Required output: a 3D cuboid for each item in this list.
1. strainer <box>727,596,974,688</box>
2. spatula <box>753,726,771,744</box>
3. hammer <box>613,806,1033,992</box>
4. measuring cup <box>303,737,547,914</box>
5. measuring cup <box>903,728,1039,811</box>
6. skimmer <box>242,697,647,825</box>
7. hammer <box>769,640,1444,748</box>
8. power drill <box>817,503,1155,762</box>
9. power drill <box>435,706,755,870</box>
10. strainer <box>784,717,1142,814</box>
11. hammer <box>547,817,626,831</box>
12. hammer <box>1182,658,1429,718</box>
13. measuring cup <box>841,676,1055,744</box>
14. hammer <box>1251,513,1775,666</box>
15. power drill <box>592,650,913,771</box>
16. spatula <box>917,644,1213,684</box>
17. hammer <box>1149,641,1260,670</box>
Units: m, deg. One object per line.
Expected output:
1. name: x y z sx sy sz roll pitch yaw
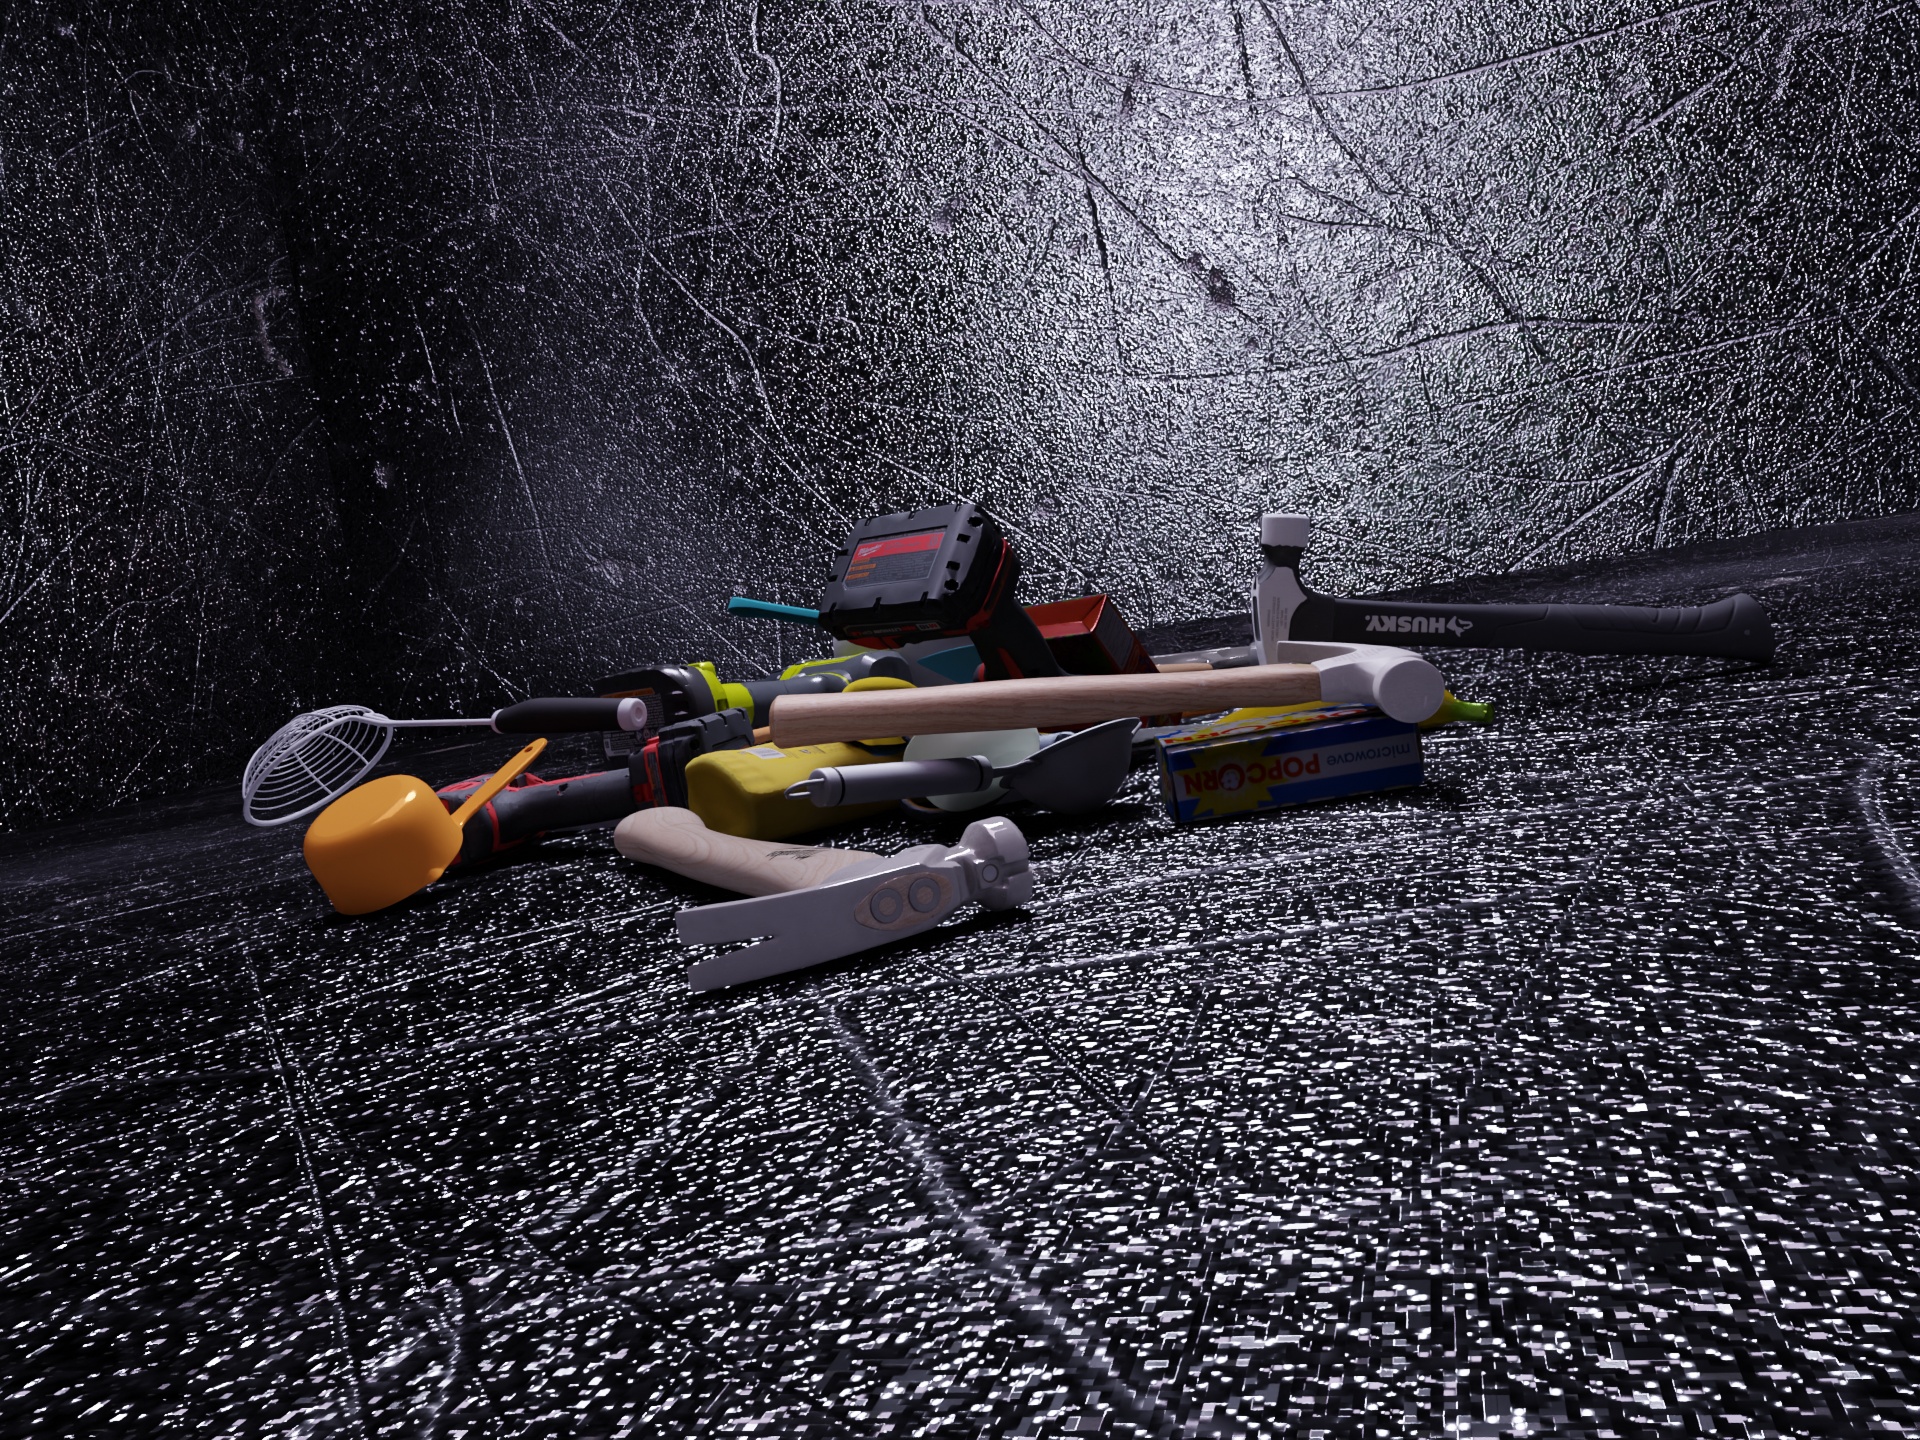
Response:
1. strainer: -0.084 -0.048 1.437 0.340 0.095 0.210 11 -14 29
2. spatula: -0.187 0.023 1.449 0.081 0.041 0.322 -7 4 32
3. hammer: -0.121 0.074 0.801 0.146 0.038 0.411 -13 5 -25
4. measuring cup: -0.337 0.048 1.010 0.095 0.052 0.174 5 41 43
5. measuring cup: 0.047 0.010 0.923 0.167 0.038 0.083 -15 -31 -30
6. skimmer: -0.383 0.031 1.184 0.363 0.090 0.127 -2 8 25
7. hammer: 0.067 -0.012 0.820 0.331 0.031 0.130 -4 8 4
8. power drill: 0.003 -0.039 1.059 0.188 0.080 0.226 -3 -34 39
9. power drill: -0.256 0.052 1.115 0.219 0.078 0.143 -11 4 13
10. strainer: 0.014 0.030 0.836 0.258 0.050 0.087 -3 -24 -41
11. hammer: -0.196 0.045 1.311 0.331 0.033 0.128 -12 5 -33
12. hammer: 0.171 -0.013 1.193 0.337 0.034 0.127 -8 -6 33
13. measuring cup: -0.002 -0.003 0.999 0.156 0.029 0.062 5 22 11
14. hammer: 0.357 -0.055 1.032 0.335 0.146 0.035 2 5 0
15. power drill: -0.177 -0.011 1.289 0.228 0.080 0.190 -9 3 -44
16. spatula: 0.106 -0.042 1.293 0.317 0.044 0.082 -6 -4 -45
17. hammer: 0.184 -0.036 1.507 0.149 0.036 0.359 -7 5 27
